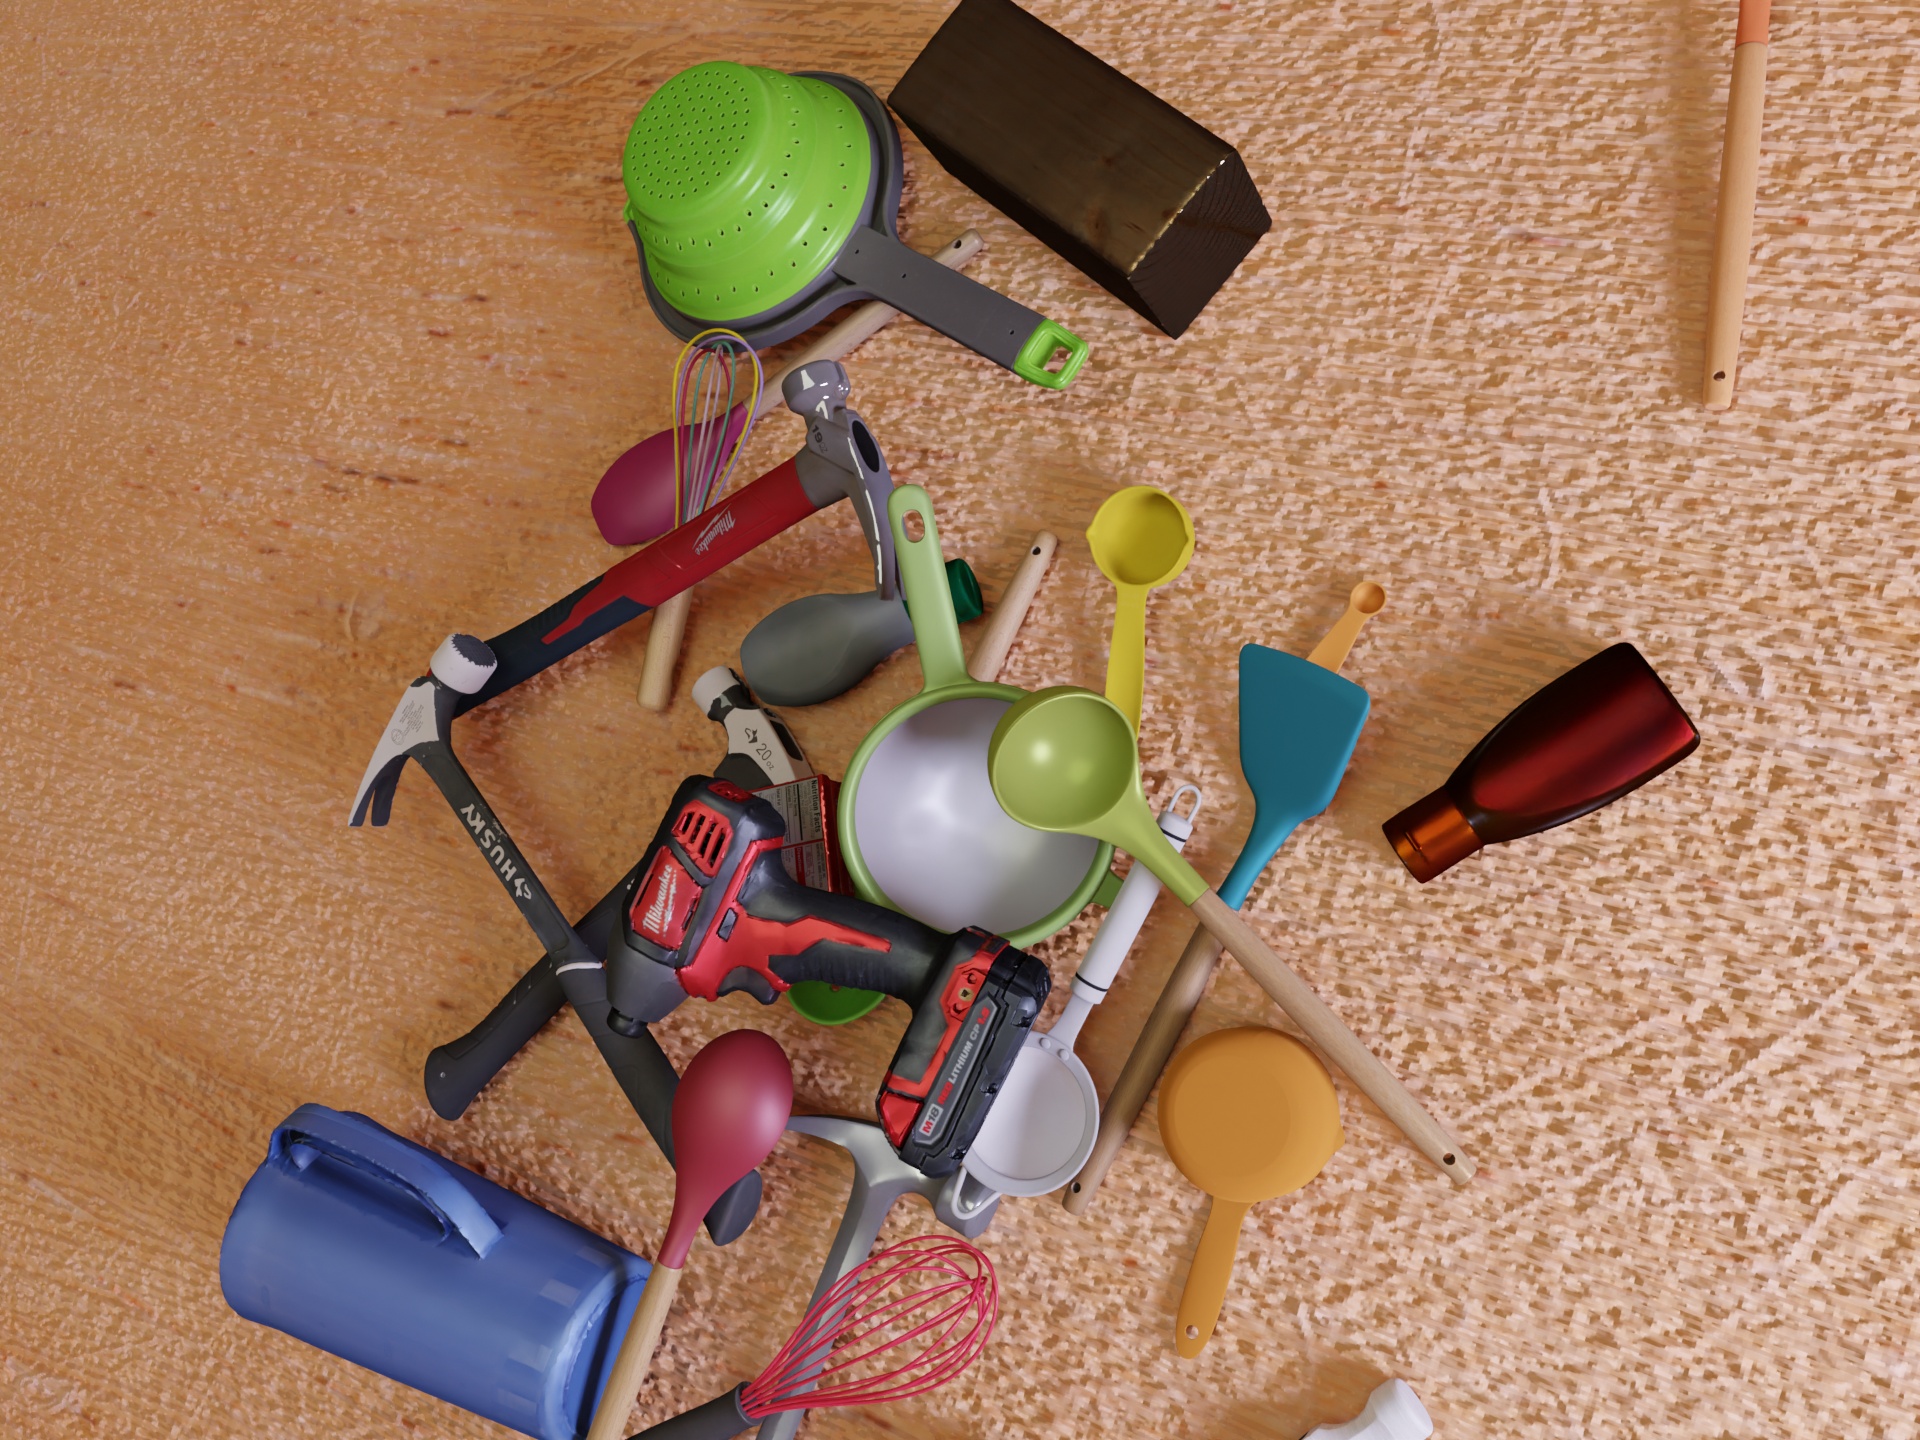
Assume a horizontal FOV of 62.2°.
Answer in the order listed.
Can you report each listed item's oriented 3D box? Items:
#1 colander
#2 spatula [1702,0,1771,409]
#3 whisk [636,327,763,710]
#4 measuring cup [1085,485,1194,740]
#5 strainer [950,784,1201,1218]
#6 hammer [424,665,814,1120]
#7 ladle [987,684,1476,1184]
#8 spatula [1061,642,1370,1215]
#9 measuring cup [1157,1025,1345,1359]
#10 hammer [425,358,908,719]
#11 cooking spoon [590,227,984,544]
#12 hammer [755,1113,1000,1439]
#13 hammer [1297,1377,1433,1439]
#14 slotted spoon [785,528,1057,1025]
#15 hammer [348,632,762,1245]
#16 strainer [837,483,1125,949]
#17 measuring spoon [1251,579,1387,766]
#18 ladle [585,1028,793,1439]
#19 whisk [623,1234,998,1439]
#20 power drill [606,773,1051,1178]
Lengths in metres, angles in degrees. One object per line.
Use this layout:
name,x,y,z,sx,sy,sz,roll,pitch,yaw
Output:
colander,-0.088,-0.306,0.970,0.397,0.094,0.204,35,93,31
spatula,0.401,-0.315,0.811,0.081,0.041,0.322,6,86,25
whisk,-0.176,-0.127,1.009,0.051,0.047,0.245,17,96,39
measuring cup,0.100,-0.053,0.897,0.062,0.029,0.156,6,94,25
strainer,0.066,0.150,0.845,0.087,0.050,0.258,30,97,25
hammer,-0.217,0.131,0.992,0.334,0.035,0.146,-45,65,10
ladle,0.136,0.108,0.786,0.078,0.062,0.320,-45,82,8
spatula,0.122,0.117,0.837,0.082,0.044,0.317,28,93,40
measuring cup,0.131,0.239,0.802,0.095,0.052,0.174,14,84,26
hammer,-0.197,-0.068,0.981,0.386,0.038,0.143,-25,80,31
cooking spoon,-0.117,-0.216,1.025,0.319,0.017,0.069,-33,70,15
hammer,-0.115,0.415,0.888,0.144,0.035,0.405,22,89,26
hammer,0.247,0.480,0.713,0.128,0.033,0.331,-39,67,12
slotted spoon,-0.016,0.031,0.926,0.070,0.031,0.314,25,89,18
hammer,-0.244,0.138,0.959,0.149,0.036,0.409,-48,66,19
strainer,-0.001,-0.003,0.867,0.151,0.069,0.256,-12,99,4
measuring spoon,0.192,-0.024,0.854,0.021,0.011,0.117,37,99,26
ladle,-0.167,0.317,0.864,0.069,0.031,0.315,22,94,25
whisk,-0.097,0.355,0.843,0.296,0.073,0.073,-35,67,21
power drill,-0.076,0.136,0.818,0.220,0.078,0.143,27,94,9
